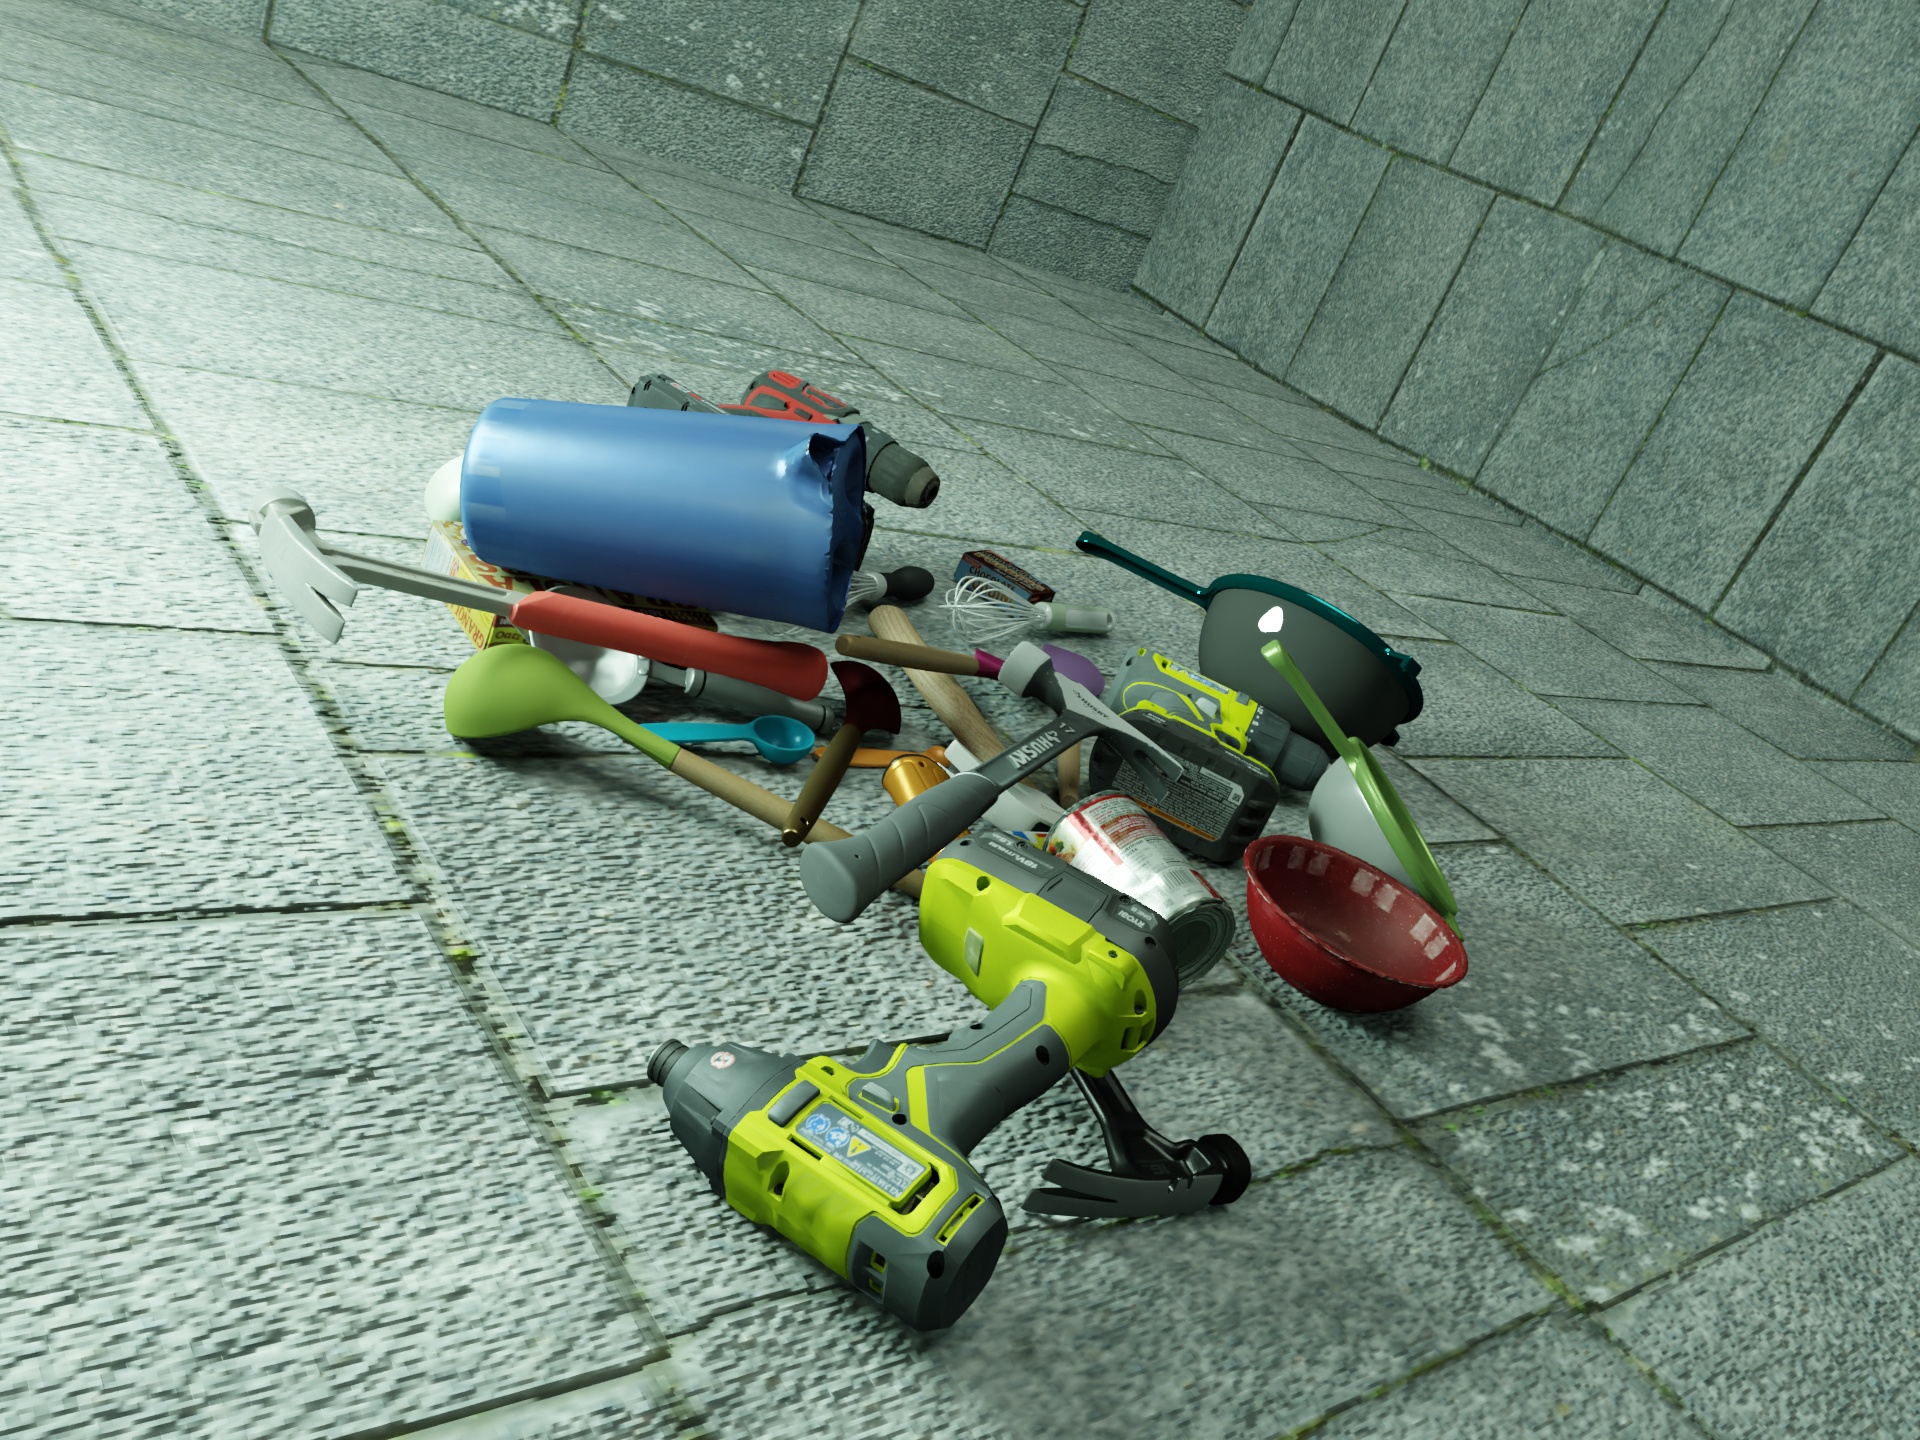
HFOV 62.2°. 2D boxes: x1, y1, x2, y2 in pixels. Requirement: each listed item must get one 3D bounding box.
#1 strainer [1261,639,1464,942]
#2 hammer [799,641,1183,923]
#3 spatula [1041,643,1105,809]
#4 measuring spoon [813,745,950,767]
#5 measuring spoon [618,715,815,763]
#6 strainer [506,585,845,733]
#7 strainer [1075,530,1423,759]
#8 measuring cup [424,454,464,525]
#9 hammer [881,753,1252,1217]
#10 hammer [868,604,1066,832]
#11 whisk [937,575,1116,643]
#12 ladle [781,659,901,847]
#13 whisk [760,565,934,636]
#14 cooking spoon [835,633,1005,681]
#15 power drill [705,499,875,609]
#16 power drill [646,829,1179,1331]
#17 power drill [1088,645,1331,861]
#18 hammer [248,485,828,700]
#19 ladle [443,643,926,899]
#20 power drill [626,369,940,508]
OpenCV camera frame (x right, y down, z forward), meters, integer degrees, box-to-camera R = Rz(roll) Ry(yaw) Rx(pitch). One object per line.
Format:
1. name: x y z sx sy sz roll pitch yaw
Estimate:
1. strainer: 0.271 0.053 1.162 0.256 0.069 0.152 51 18 -20
2. hammer: 0.019 0.041 0.954 0.149 0.036 0.409 36 25 12
3. spatula: 0.089 -0.002 1.268 0.059 0.018 0.316 20 22 -4
4. measuring spoon: -0.052 0.022 1.089 0.116 0.011 0.021 3 30 -41
5. measuring spoon: -0.155 0.015 1.010 0.128 0.021 0.042 0 32 -26
6. strainer: -0.182 -0.025 1.035 0.258 0.050 0.087 17 51 -30
7. strainer: 0.230 -0.058 1.394 0.340 0.095 0.210 29 -12 18
8. measuring cup: -0.291 -0.149 1.130 0.167 0.083 0.038 -4 47 -29
9. hammer: 0.025 0.129 0.872 0.127 0.034 0.337 8 32 -34
10. hammer: -0.002 -0.004 1.152 0.130 0.031 0.332 24 17 -34
11. whisk: 0.067 -0.094 1.416 0.059 0.058 0.246 2 2 38
12. ladle: -0.076 0.017 1.004 0.069 0.031 0.315 45 16 -8
13. whisk: -0.087 -0.106 1.282 0.070 0.070 0.284 32 17 18
14. cooking spoon: -0.005 -0.042 1.170 0.069 0.017 0.318 28 10 25
15. power drill: -0.184 -0.153 1.271 0.143 0.078 0.219 34 28 24
16. power drill: -0.015 0.147 0.719 0.171 0.080 0.223 27 40 25
17. power drill: 0.195 0.026 1.239 0.190 0.080 0.228 26 20 6
18. hammer: -0.218 -0.055 0.927 0.358 0.036 0.149 13 18 -43
19. ladle: -0.148 0.044 0.929 0.320 0.062 0.078 28 22 -8
20. power drill: -0.137 -0.211 1.252 0.188 0.080 0.226 32 27 19
